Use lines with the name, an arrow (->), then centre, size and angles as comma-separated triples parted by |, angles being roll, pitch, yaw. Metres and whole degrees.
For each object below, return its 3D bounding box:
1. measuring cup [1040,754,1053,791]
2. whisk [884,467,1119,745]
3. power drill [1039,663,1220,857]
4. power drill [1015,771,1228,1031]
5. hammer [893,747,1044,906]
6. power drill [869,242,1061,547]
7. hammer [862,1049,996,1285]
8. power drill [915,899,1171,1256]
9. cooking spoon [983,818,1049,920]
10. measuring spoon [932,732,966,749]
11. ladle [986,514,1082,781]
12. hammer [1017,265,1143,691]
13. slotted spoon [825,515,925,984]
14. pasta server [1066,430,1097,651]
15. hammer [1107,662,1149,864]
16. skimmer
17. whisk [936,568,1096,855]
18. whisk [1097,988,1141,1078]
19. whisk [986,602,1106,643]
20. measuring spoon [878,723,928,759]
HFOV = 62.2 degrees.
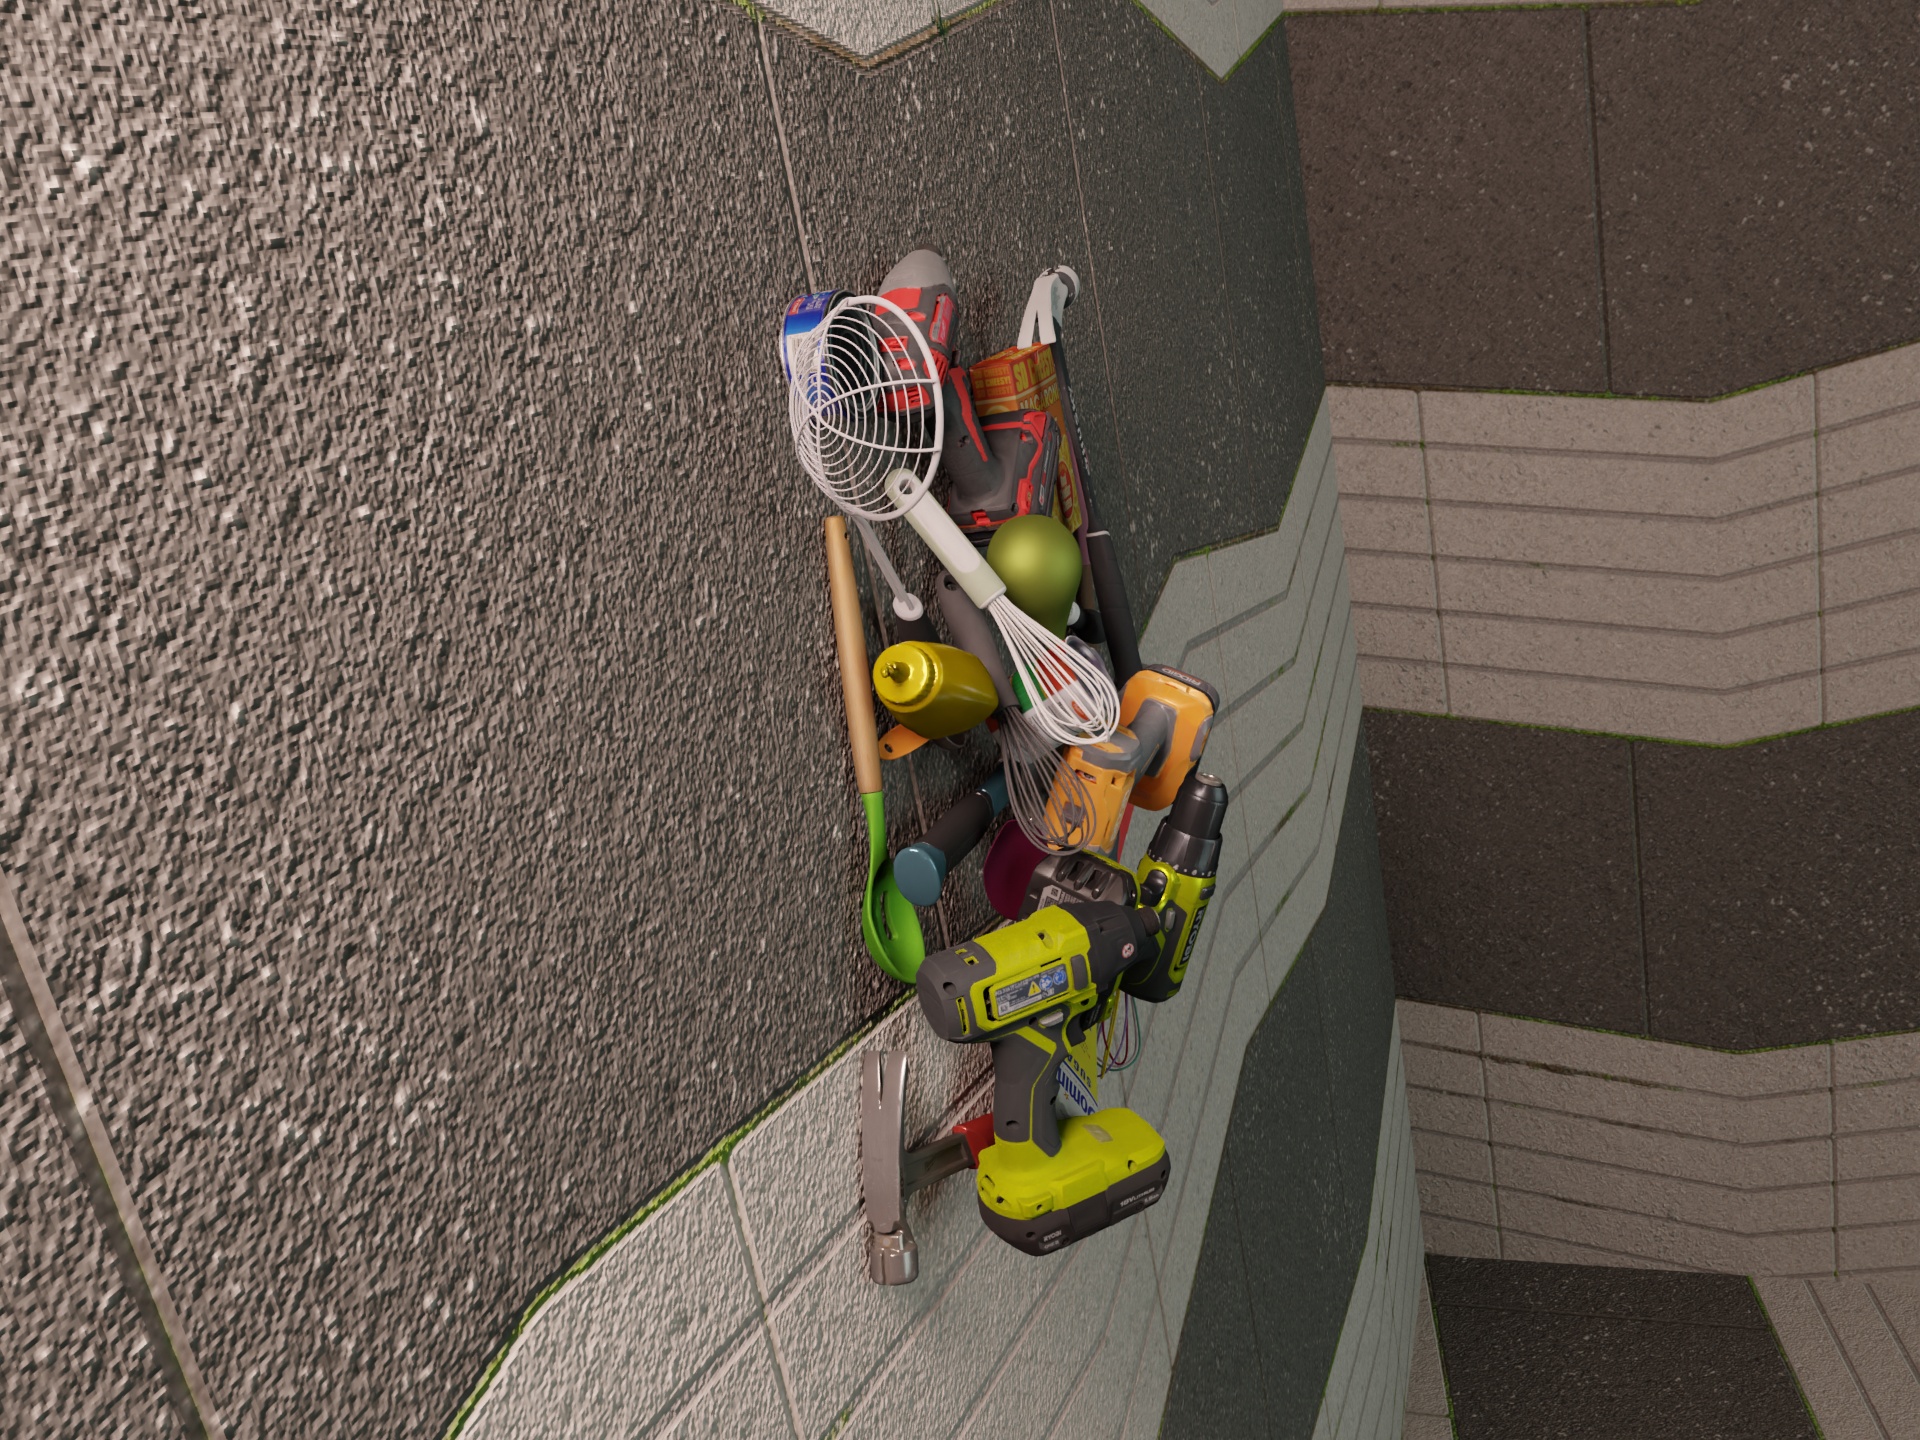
measuring cup -> 0.096, 0.074, 1.416 | 0.083, 0.038, 0.167 | -27, 113, -66
whisk -> 0.028, -0.081, 1.127 | 0.246, 0.058, 0.059 | 51, -12, 1
power drill -> 0.130, 0.063, 1.330 | 0.226, 0.084, 0.185 | -36, 145, -56
power drill -> 0.133, 0.141, 1.232 | 0.228, 0.080, 0.190 | -9, 119, -58
hammer -> 0.013, 0.070, 1.179 | 0.331, 0.033, 0.128 | -38, 120, -71
power drill -> -0.002, -0.240, 1.182 | 0.219, 0.078, 0.143 | 51, 41, -51
hammer -> 0.018, 0.304, 1.190 | 0.359, 0.037, 0.149 | 12, 76, -67
power drill -> 0.071, 0.237, 1.090 | 0.080, 0.171, 0.223 | 32, -44, 60
cooking spoon -> 0.075, 0.160, 1.248 | 0.069, 0.017, 0.318 | -62, 149, -17
measuring spoon -> -0.002, -0.004, 1.220 | 0.034, 0.018, 0.124 | 51, 22, -4
ladle -> 0.069, -0.029, 1.276 | 0.078, 0.062, 0.319 | -38, 143, -26
hammer -> 0.116, -0.175, 1.371 | 0.149, 0.036, 0.408 | -65, 144, -61
slotted spoon -> -0.062, 0.021, 1.053 | 0.070, 0.031, 0.314 | -19, 103, -69
pasta server -> 0.109, -0.120, 1.498 | 0.060, 0.040, 0.316 | -37, 124, -64
hammer -> 0.153, 0.117, 1.547 | 0.387, 0.038, 0.143 | -68, 148, -47
skimmer -> -0.027, -0.122, 1.036 | 0.090, 0.127, 0.363 | -40, 151, -7
whisk -> 0.035, -0.009, 1.154 | 0.055, 0.055, 0.239 | 24, 40, -65
whisk -> 0.157, 0.242, 1.533 | 0.245, 0.051, 0.047 | -73, 144, -47
whisk -> 0.079, -0.098, 1.362 | 0.284, 0.070, 0.070 | 20, 69, -67
measuring spoon -> -0.029, 0.007, 1.136 | 0.021, 0.011, 0.117 | 53, 37, 4
